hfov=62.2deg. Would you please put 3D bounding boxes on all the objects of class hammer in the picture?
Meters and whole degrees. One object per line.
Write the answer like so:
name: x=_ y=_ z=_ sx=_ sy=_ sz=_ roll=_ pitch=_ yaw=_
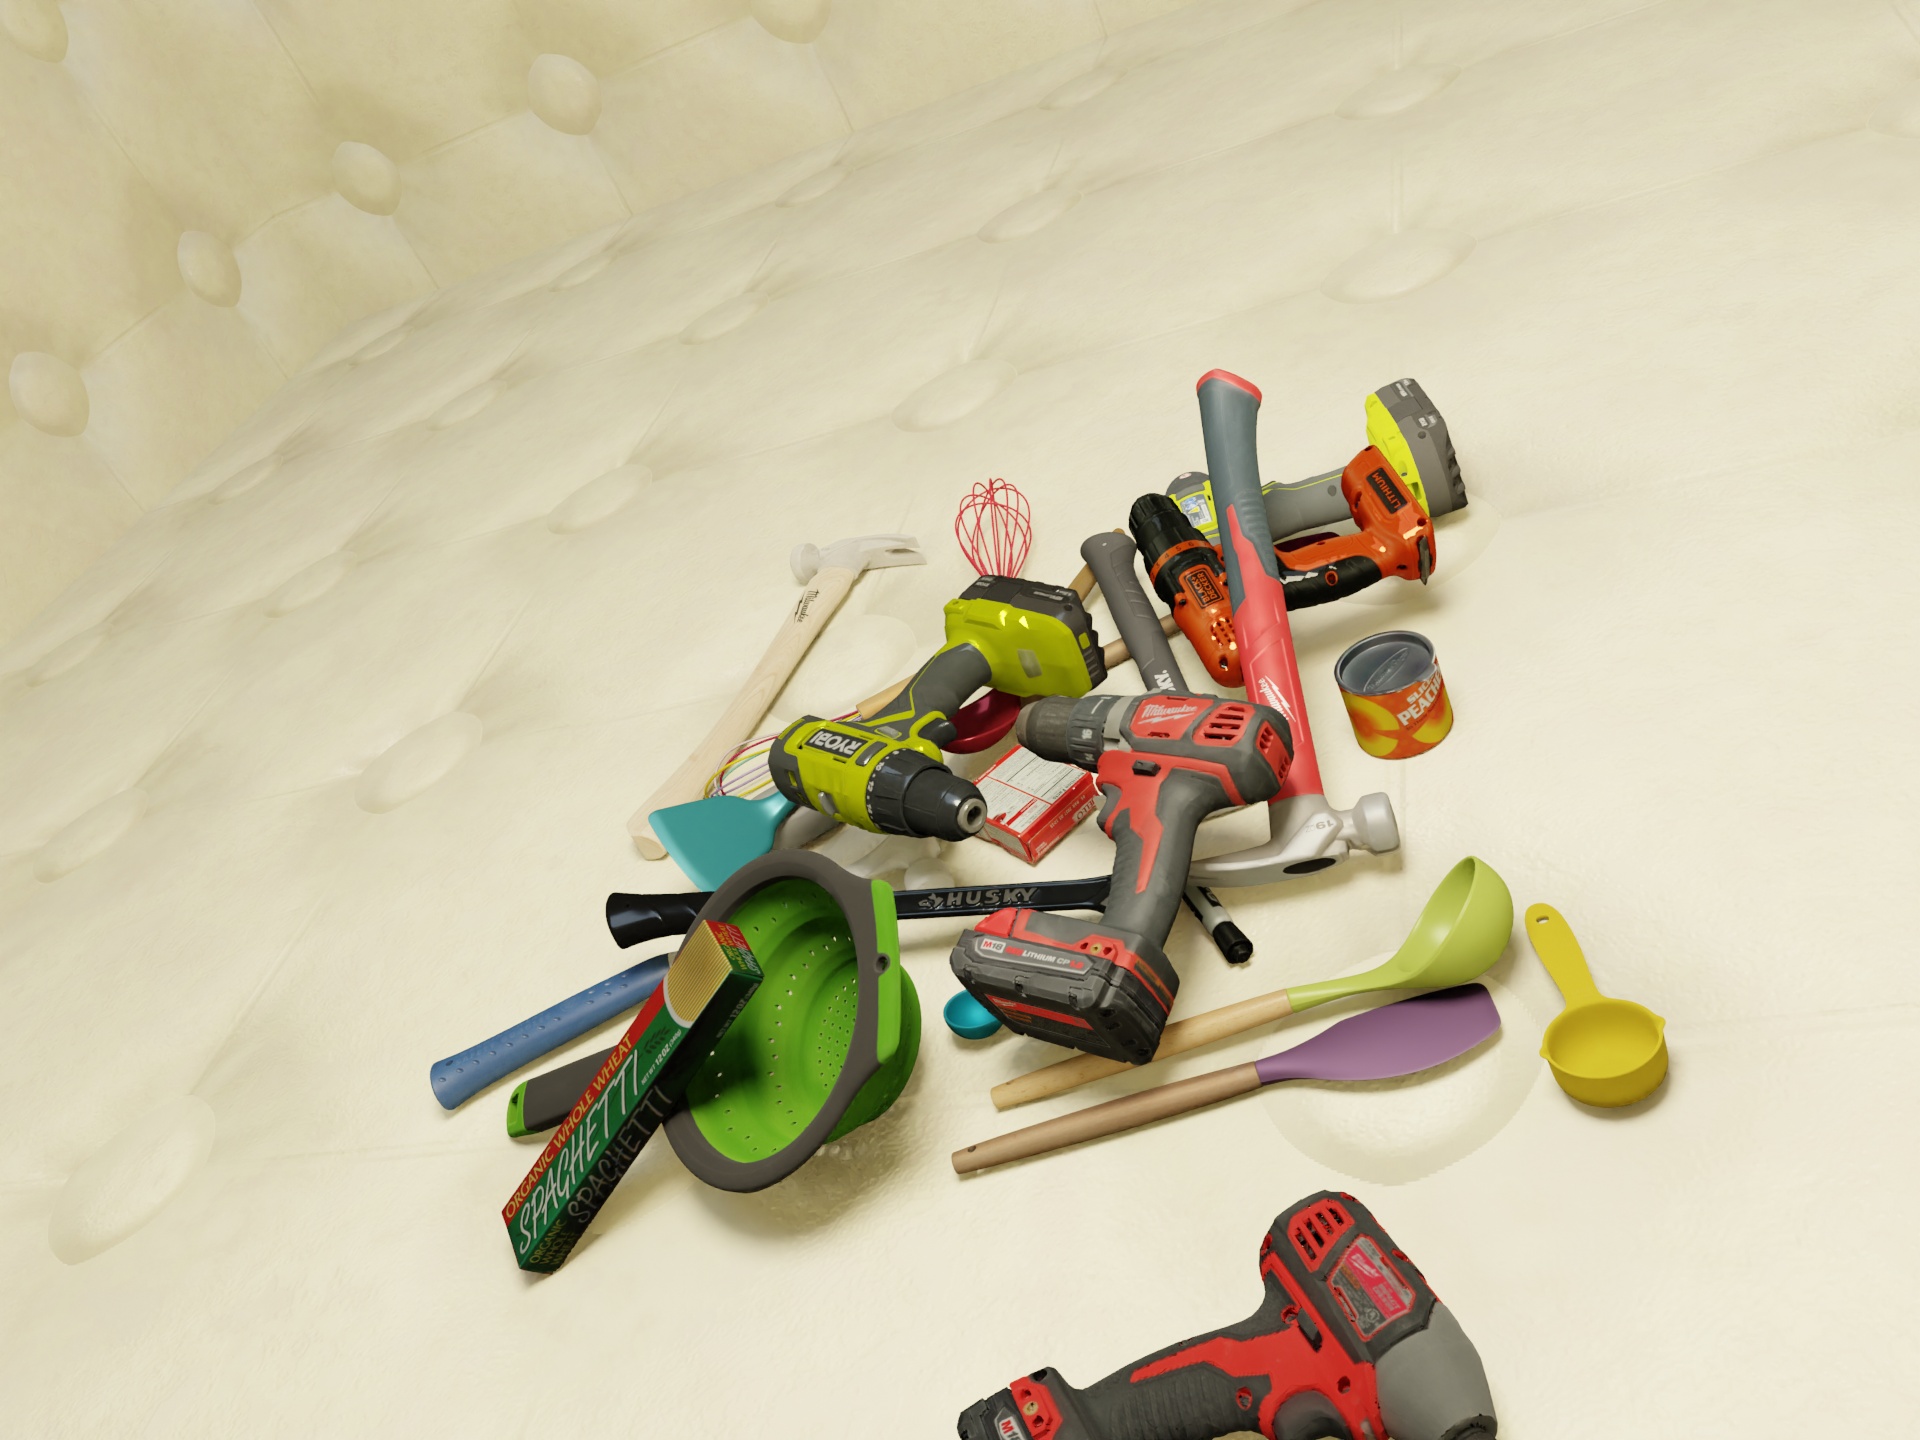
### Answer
hammer: x=0.140 y=-0.044 z=1.192 sx=0.146 sy=0.035 sz=0.335 roll=-23 pitch=38 yaw=6
hammer: x=-0.170 y=-0.034 z=1.428 sx=0.146 sy=0.038 sz=0.411 roll=-2 pitch=41 yaw=32
hammer: x=-0.201 y=0.172 z=1.166 sx=0.405 sy=0.035 sz=0.144 roll=-27 pitch=33 yaw=1
hammer: x=0.183 y=-0.075 z=1.063 sx=0.143 sy=0.038 sz=0.387 roll=-14 pitch=59 yaw=16
hammer: x=-0.059 y=0.121 z=1.073 sx=0.409 sy=0.036 sz=0.149 roll=-5 pitch=46 yaw=19

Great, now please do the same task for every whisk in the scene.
whisk: x=0.035 y=-0.121 z=1.385 sx=0.073 sy=0.073 sz=0.296 roll=-19 pitch=40 yaw=13
whisk: x=-0.102 y=0.006 z=1.318 sx=0.245 sy=0.047 sz=0.051 roll=-28 pitch=31 yaw=-7

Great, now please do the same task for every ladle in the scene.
ladle: x=0.066 y=-0.068 z=1.281 sx=0.069 sy=0.031 sz=0.315 roll=0 pitch=38 yaw=35
ladle: x=0.159 y=0.158 z=0.909 sx=0.320 sy=0.062 sz=0.078 roll=-22 pitch=6 yaw=15

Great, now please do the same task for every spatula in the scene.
spatula: x=0.142 y=0.206 z=0.886 sx=0.316 sy=0.018 sz=0.060 roll=-19 pitch=24 yaw=12
spatula: x=-0.084 y=0.018 z=1.212 sx=0.317 sy=0.044 sz=0.082 roll=-36 pitch=67 yaw=-14

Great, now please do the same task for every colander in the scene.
colander: x=-0.150 y=0.218 z=1.025 sx=0.397 sy=0.094 sz=0.205 roll=-27 pitch=54 yaw=36

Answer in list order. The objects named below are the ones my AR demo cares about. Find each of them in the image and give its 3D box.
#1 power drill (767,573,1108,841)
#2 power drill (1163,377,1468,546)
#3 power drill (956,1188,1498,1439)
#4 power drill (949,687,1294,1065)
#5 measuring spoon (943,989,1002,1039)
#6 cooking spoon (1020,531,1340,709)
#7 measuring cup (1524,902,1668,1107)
power drill: x=-0.002 y=-0.004 z=1.122 sx=0.191 sy=0.080 sz=0.228 roll=15 pitch=48 yaw=46
power drill: x=0.270 y=-0.185 z=1.263 sx=0.223 sy=0.080 sz=0.171 roll=-20 pitch=30 yaw=11
power drill: x=0.122 y=0.315 z=0.703 sx=0.219 sy=0.078 sz=0.143 roll=-29 pitch=33 yaw=-7
power drill: x=0.080 y=0.076 z=0.955 sx=0.188 sy=0.080 sz=0.227 roll=7 pitch=58 yaw=40
measuring spoon: x=0.051 y=0.187 z=0.985 sx=0.128 sy=0.021 sz=0.042 roll=-1 pitch=28 yaw=22
cooking spoon: x=0.159 y=-0.072 z=1.257 sx=0.319 sy=0.017 sz=0.069 roll=-26 pitch=30 yaw=2
measuring cup: x=0.326 y=0.147 z=0.837 sx=0.062 sy=0.029 sz=0.157 roll=-19 pitch=22 yaw=13
